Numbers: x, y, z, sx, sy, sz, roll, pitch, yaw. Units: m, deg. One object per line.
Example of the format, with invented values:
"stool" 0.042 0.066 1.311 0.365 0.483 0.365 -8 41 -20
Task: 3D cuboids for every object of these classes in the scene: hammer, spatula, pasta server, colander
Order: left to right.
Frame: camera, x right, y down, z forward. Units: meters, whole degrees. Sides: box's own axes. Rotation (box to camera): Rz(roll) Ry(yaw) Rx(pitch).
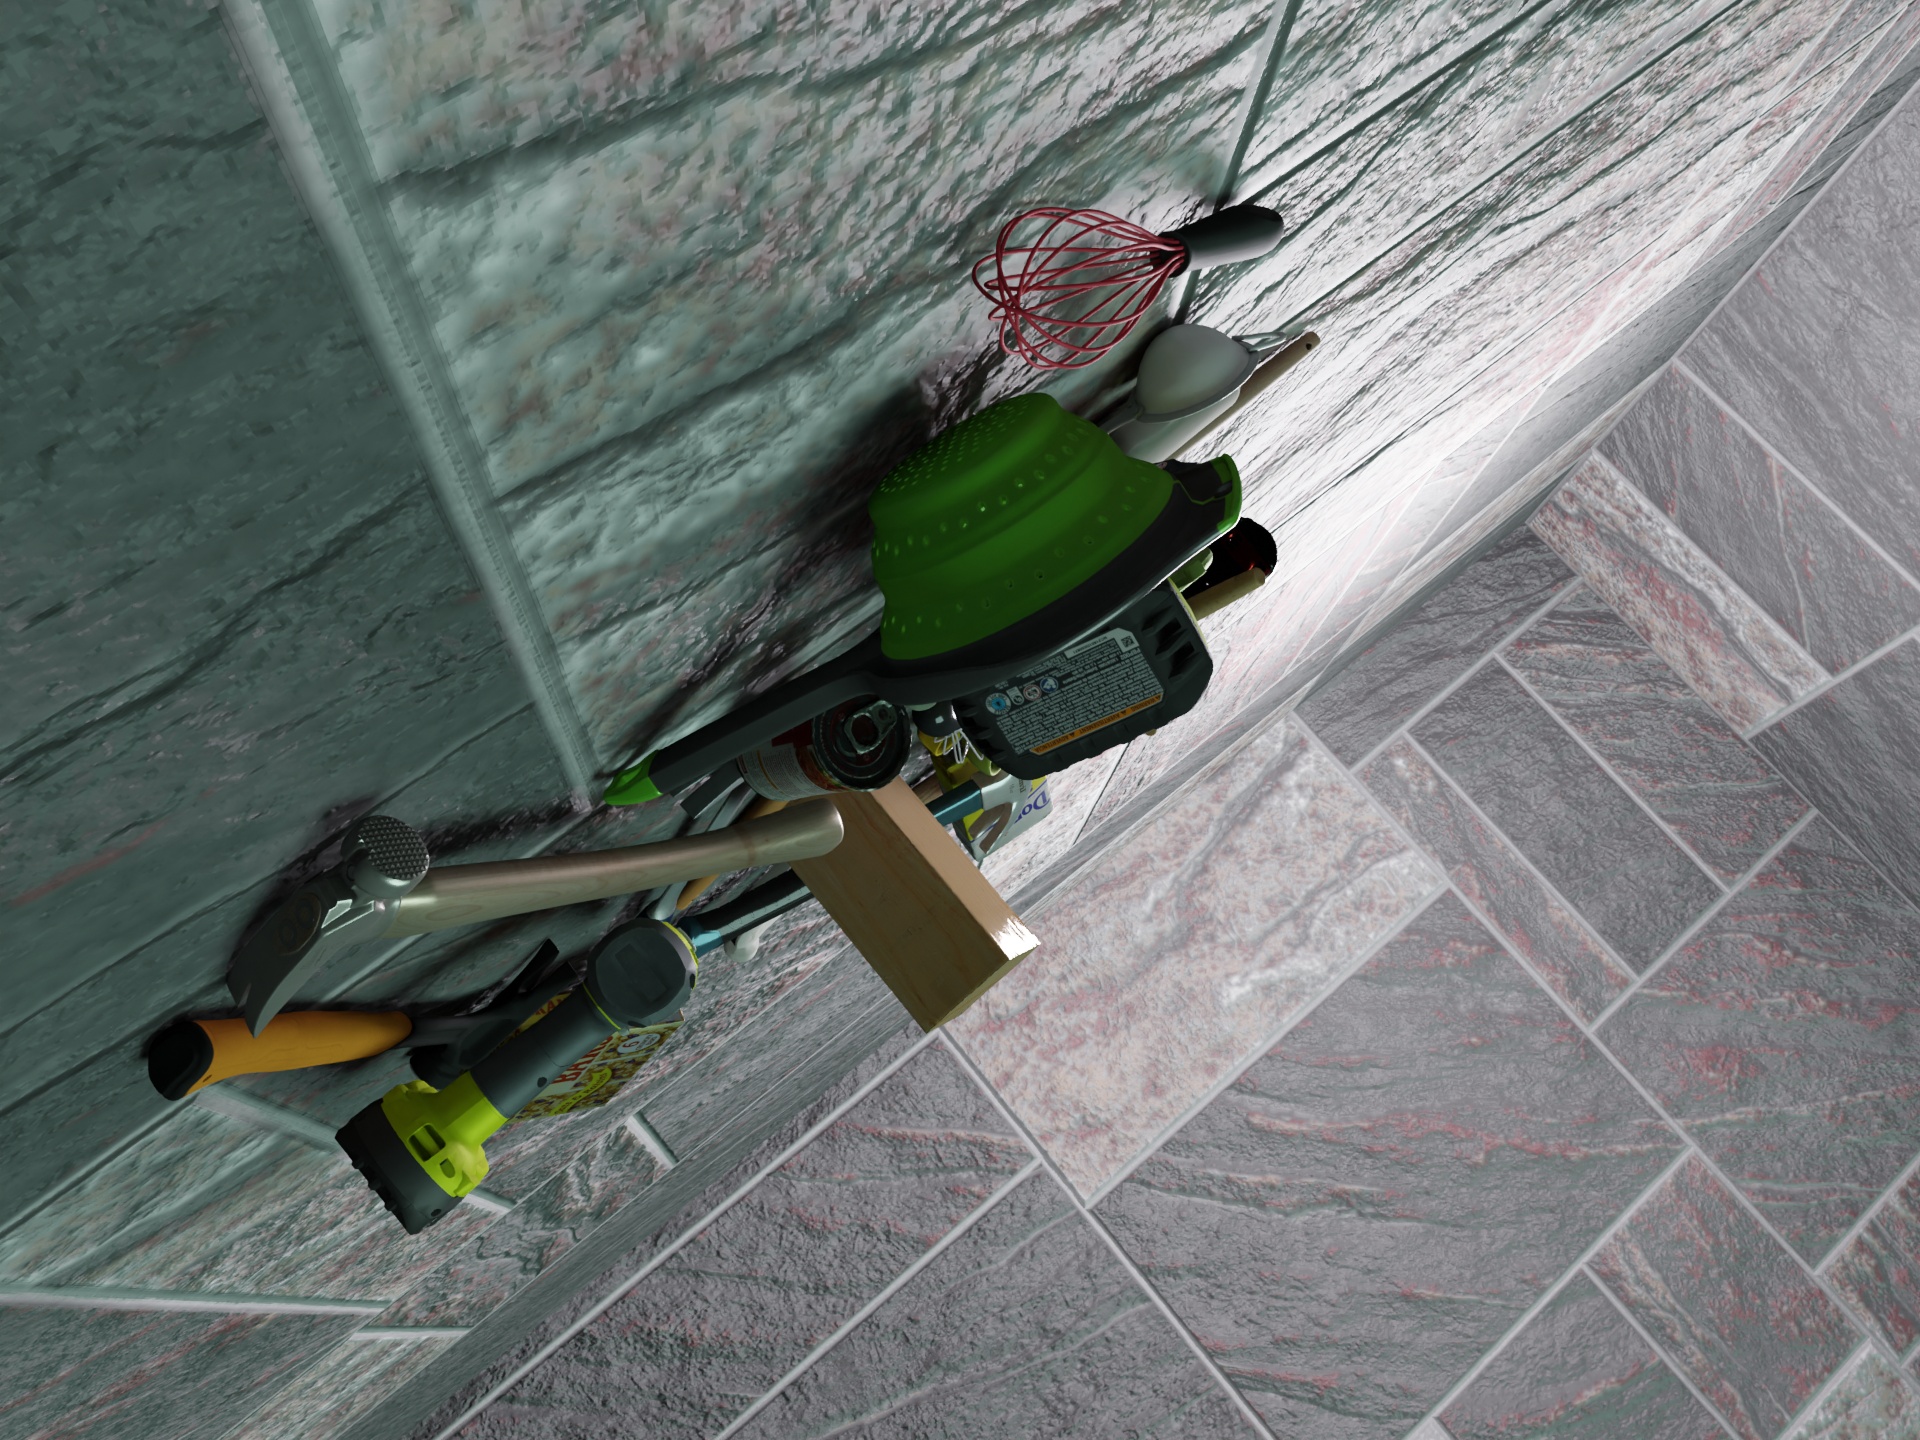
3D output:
"hammer" -0.345 0.181 0.933 0.127 0.034 0.336 -41 167 3
"hammer" -0.208 0.092 0.911 0.146 0.038 0.410 -42 162 26
"hammer" -0.215 0.131 1.137 0.144 0.035 0.405 -27 161 -48
"spatula" -0.108 0.042 1.141 0.322 0.041 0.081 -46 178 26
"hammer" -0.085 0.110 1.325 0.331 0.033 0.128 -26 139 -15
"colander" -0.050 -0.069 0.844 0.397 0.094 0.205 -26 -160 18
"hammer" -0.076 0.100 1.448 0.331 0.031 0.130 -35 167 -25
"pasta server" 0.151 -0.189 1.124 0.316 0.060 0.040 -39 -156 -19

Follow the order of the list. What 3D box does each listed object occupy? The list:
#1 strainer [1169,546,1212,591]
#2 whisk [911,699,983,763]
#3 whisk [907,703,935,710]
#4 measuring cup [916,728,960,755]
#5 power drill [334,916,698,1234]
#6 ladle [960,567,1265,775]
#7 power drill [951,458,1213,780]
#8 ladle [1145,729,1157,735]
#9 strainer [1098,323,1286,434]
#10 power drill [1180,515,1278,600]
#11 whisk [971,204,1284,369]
"strainer" 0.114 -0.124 1.205 0.151 0.069 0.256 -30 -170 20
"whisk" -0.001 -0.005 1.062 0.070 0.070 0.284 -42 175 4
"whisk" -0.009 -0.048 0.968 0.246 0.059 0.057 -67 159 -73
"measuring cup" 0.019 -0.039 1.298 0.156 0.029 0.062 -51 170 -10
"power drill" -0.263 0.210 1.004 0.228 0.080 0.190 -38 179 -13
"ladle" 0.106 -0.036 1.154 0.320 0.062 0.078 -27 -155 47
"power drill" 0.079 -0.073 0.907 0.171 0.080 0.223 -24 -155 21
"ladle" 0.162 -0.049 1.399 0.069 0.031 0.316 -55 -172 20
"strainer" 0.083 -0.174 0.971 0.258 0.050 0.087 -37 -149 5
"power drill" 0.154 -0.090 1.332 0.226 0.080 0.188 -41 -170 2
"whisk" 0.096 -0.229 0.792 0.296 0.073 0.073 -34 166 -50
